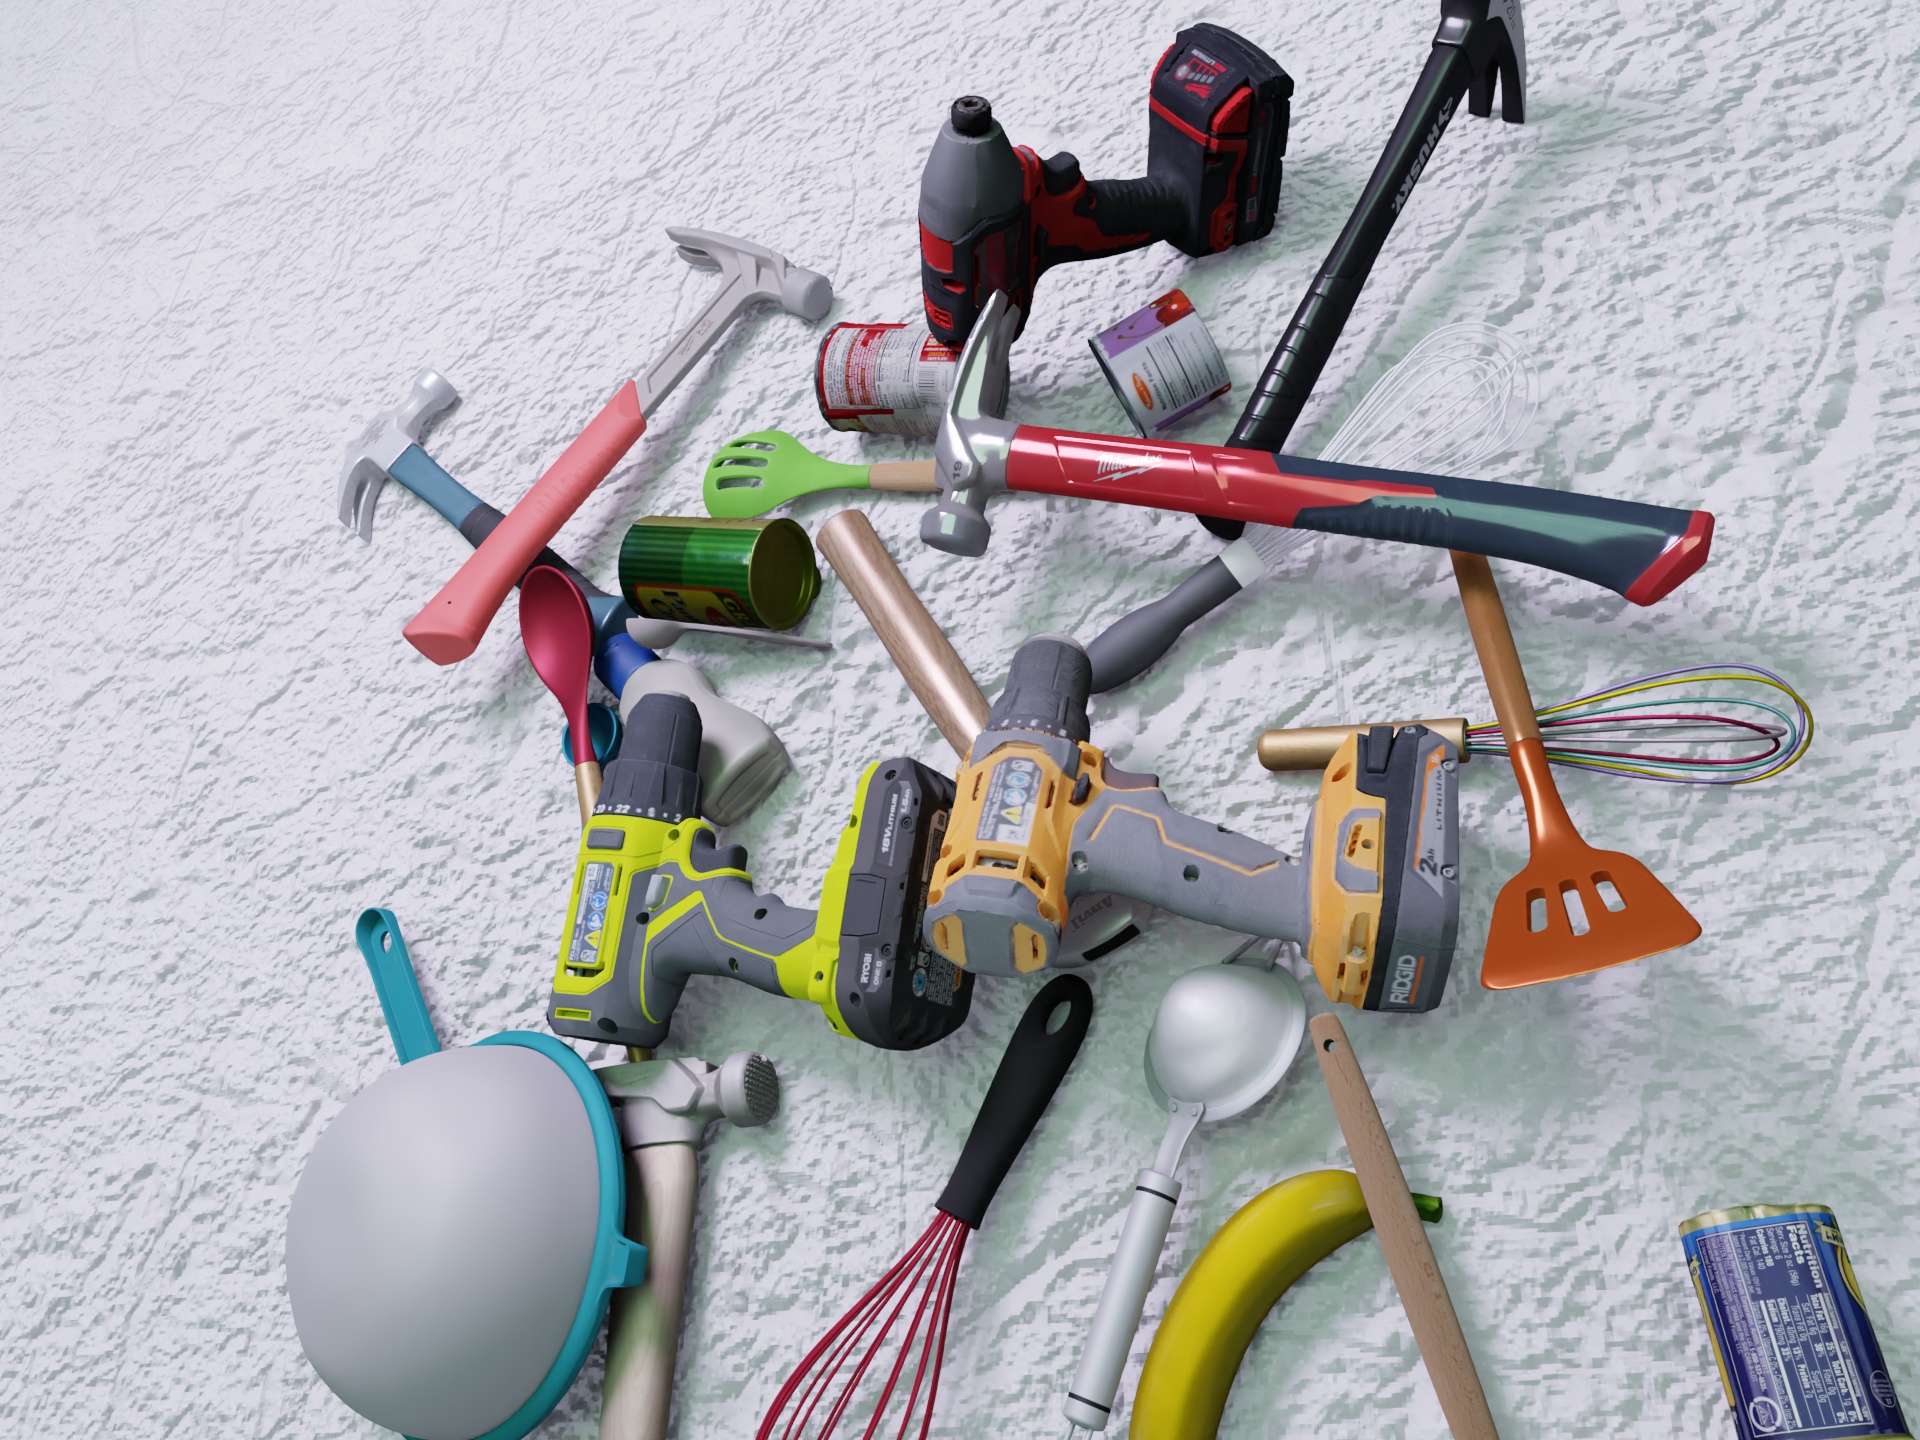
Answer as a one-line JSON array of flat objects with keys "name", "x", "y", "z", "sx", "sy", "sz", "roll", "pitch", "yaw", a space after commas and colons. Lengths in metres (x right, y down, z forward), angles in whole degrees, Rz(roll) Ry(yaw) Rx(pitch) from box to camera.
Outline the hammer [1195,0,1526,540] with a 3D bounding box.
[{"name": "hammer", "x": 0.216, "y": -0.251, "z": 0.864, "sx": 0.035, "sy": 0.146, "sz": 0.335, "roll": 27, "pitch": 89, "yaw": 33}]

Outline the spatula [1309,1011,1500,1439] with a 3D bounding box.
[{"name": "spatula", "x": 0.196, "y": 0.264, "z": 0.619, "sx": 0.082, "sy": 0.044, "sz": 0.318, "roll": -24, "pitch": 64, "yaw": 15}]

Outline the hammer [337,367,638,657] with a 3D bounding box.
[{"name": "hammer", "x": -0.323, "y": -0.132, "z": 1.088, "sx": 0.331, "sy": 0.033, "sz": 0.128, "roll": 36, "pitch": 82, "yaw": 34}]

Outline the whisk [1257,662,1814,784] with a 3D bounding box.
[{"name": "whisk", "x": 0.259, "y": 0.012, "z": 0.740, "sx": 0.245, "sy": 0.047, "sz": 0.051, "roll": -4, "pitch": 51, "yaw": 28}]

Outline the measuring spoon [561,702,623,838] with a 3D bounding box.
[{"name": "measuring spoon", "x": -0.214, "y": 0.051, "z": 0.955, "sx": 0.042, "sy": 0.021, "sz": 0.129, "roll": -19, "pitch": 67, "yaw": 22}]

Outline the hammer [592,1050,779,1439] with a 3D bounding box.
[{"name": "hammer", "x": -0.165, "y": 0.366, "z": 0.751, "sx": 0.146, "sy": 0.038, "sz": 0.411, "roll": -12, "pitch": 60, "yaw": 21}]

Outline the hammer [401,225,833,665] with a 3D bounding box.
[{"name": "hammer", "x": -0.242, "y": -0.185, "z": 1.048, "sx": 0.149, "sy": 0.036, "sz": 0.359, "roll": 25, "pitch": 69, "yaw": 30}]

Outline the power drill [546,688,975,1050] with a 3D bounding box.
[{"name": "power drill", "x": -0.104, "y": 0.076, "z": 0.814, "sx": 0.228, "sy": 0.080, "sz": 0.191, "roll": -1, "pitch": 72, "yaw": 30}]

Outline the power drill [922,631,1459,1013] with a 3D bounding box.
[{"name": "power drill", "x": 0.108, "y": 0.039, "z": 0.734, "sx": 0.226, "sy": 0.084, "sz": 0.185, "roll": 6, "pitch": 49, "yaw": 11}]

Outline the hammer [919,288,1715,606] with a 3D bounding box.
[{"name": "hammer", "x": 0.164, "y": -0.128, "z": 0.785, "sx": 0.386, "sy": 0.038, "sz": 0.143, "roll": 12, "pitch": 86, "yaw": 28}]

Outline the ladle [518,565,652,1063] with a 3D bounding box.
[{"name": "ladle", "x": -0.213, "y": 0.049, "z": 0.924, "sx": 0.069, "sy": 0.031, "sz": 0.316, "roll": -38, "pitch": 59, "yaw": 40}]

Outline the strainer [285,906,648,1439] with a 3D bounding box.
[{"name": "strainer", "x": -0.300, "y": 0.214, "z": 0.832, "sx": 0.211, "sy": 0.095, "sz": 0.341, "roll": -48, "pitch": 49, "yaw": 14}]

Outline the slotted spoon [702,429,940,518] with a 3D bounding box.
[{"name": "slotted spoon", "x": -0.029, "y": -0.150, "z": 0.966, "sx": 0.314, "sy": 0.031, "sz": 0.070, "roll": 4, "pitch": 66, "yaw": 25}]

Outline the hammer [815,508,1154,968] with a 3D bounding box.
[{"name": "hammer", "x": -0.001, "y": -0.003, "z": 0.872, "sx": 0.130, "sy": 0.031, "sz": 0.332, "roll": -36, "pitch": 55, "yaw": 3}]

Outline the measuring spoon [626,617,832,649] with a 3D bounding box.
[{"name": "measuring spoon", "x": -0.138, "y": -0.046, "z": 0.944, "sx": 0.124, "sy": 0.034, "sz": 0.018, "roll": 6, "pitch": 88, "yaw": 3}]

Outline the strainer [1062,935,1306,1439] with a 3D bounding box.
[{"name": "strainer", "x": 0.090, "y": 0.198, "z": 0.703, "sx": 0.087, "sy": 0.050, "sz": 0.258, "roll": -4, "pitch": 57, "yaw": 49}]

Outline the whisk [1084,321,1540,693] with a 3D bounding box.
[{"name": "whisk", "x": 0.173, "y": -0.101, "z": 0.825, "sx": 0.284, "sy": 0.070, "sz": 0.070, "roll": -38, "pitch": 55, "yaw": 12}]

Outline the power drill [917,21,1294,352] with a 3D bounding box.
[{"name": "power drill", "x": 0.075, "y": -0.304, "z": 0.893, "sx": 0.219, "sy": 0.143, "sz": 0.079, "roll": -27, "pitch": 53, "yaw": -19}]

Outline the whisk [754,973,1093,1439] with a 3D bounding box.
[{"name": "whisk", "x": -0.010, "y": 0.247, "z": 0.732, "sx": 0.073, "sy": 0.073, "sz": 0.296, "roll": 17, "pitch": 66, "yaw": 31}]

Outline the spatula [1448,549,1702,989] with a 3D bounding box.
[{"name": "spatula", "x": 0.245, "y": -0.011, "z": 0.708, "sx": 0.081, "sy": 0.041, "sz": 0.323, "roll": -19, "pitch": 42, "yaw": 20}]
